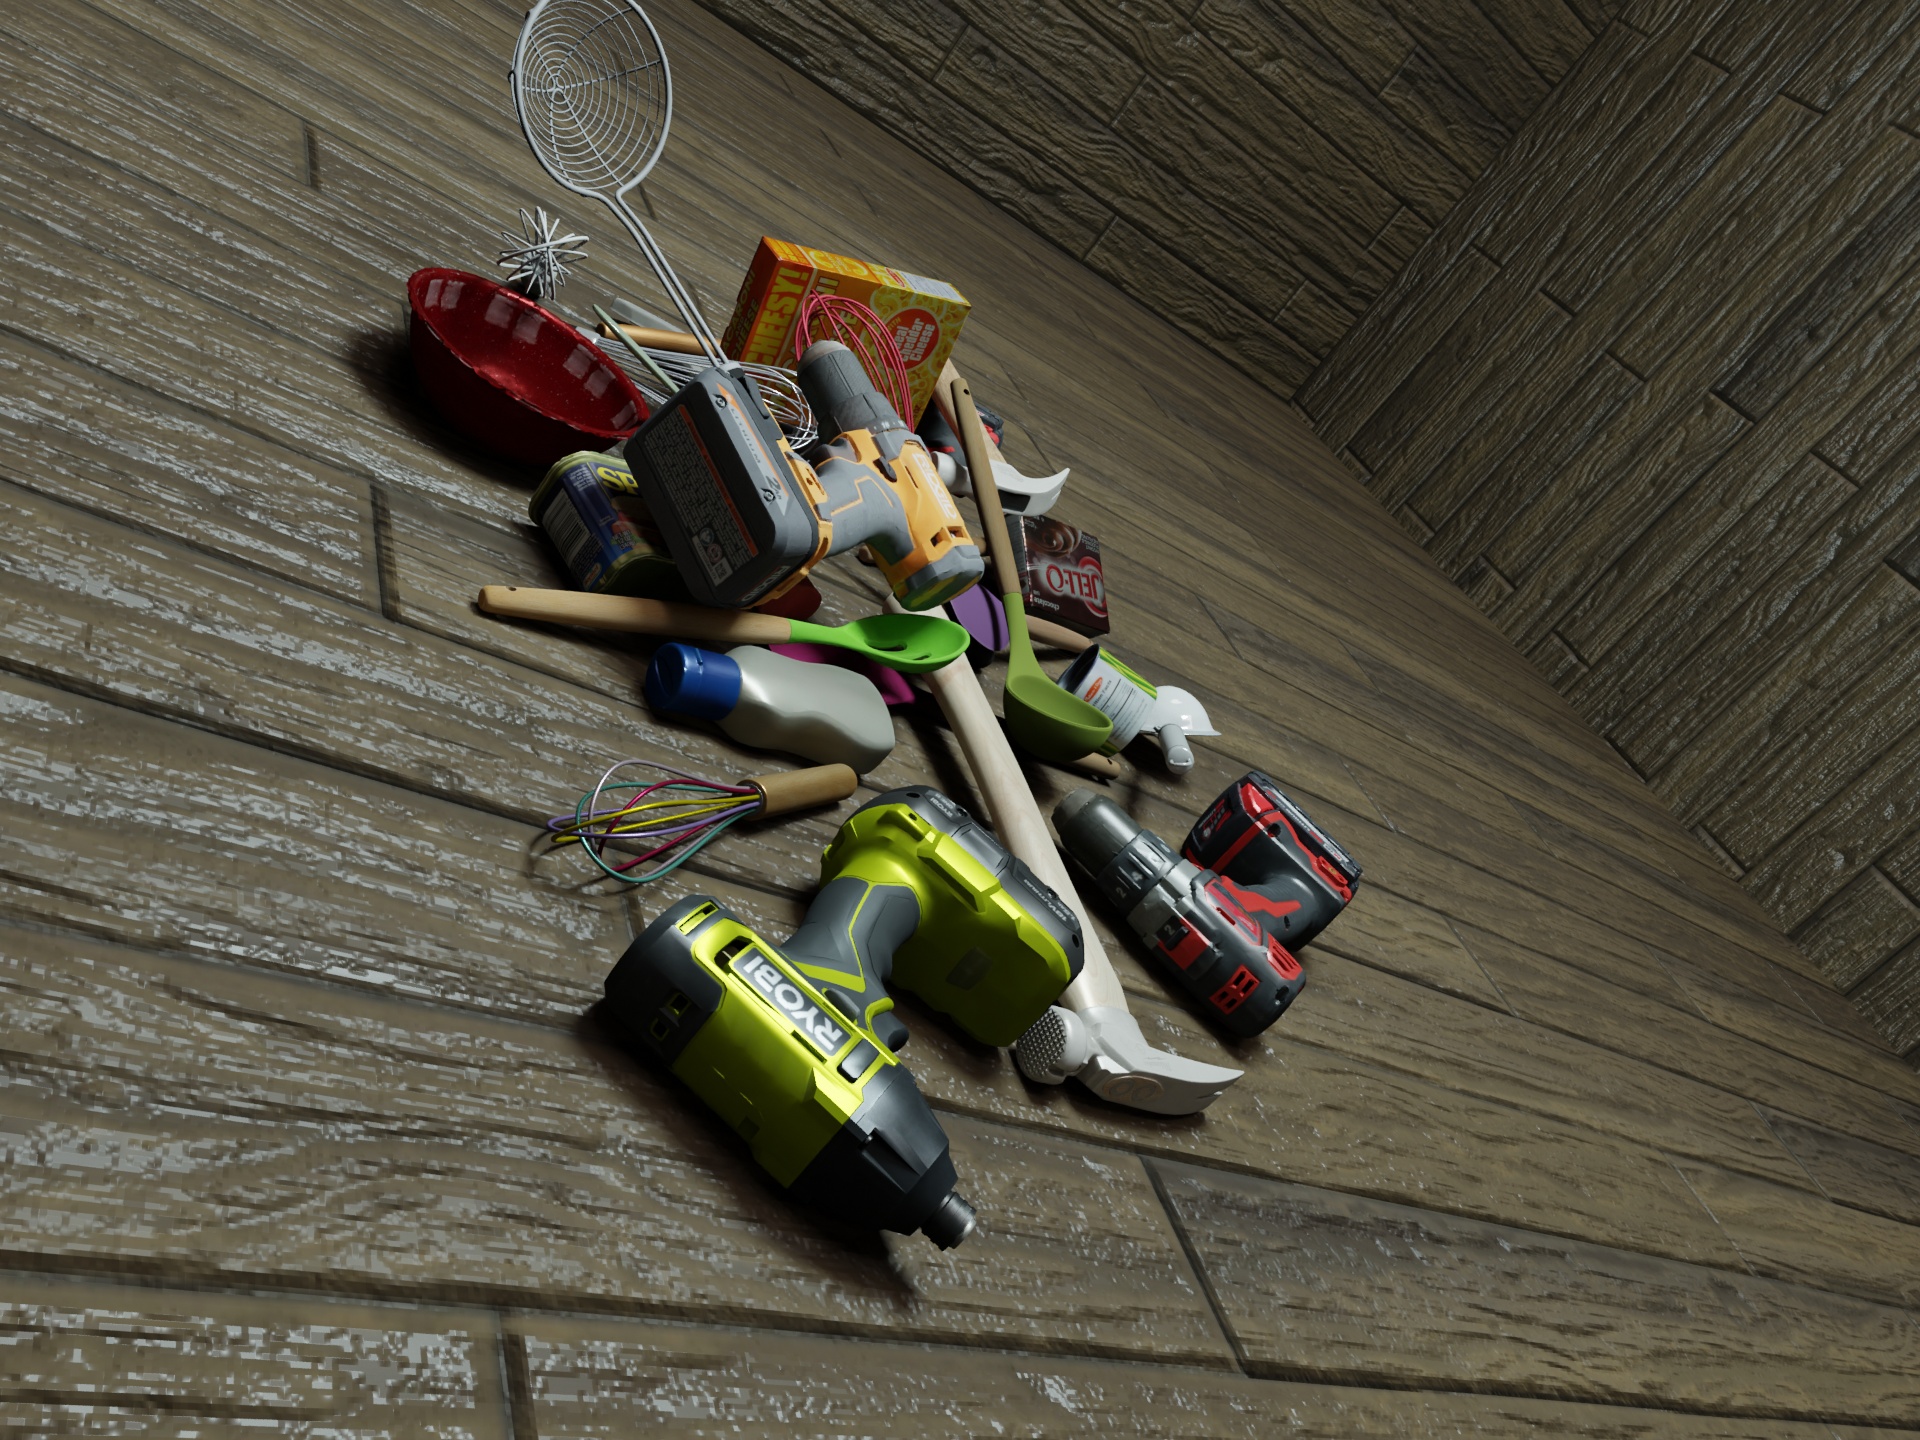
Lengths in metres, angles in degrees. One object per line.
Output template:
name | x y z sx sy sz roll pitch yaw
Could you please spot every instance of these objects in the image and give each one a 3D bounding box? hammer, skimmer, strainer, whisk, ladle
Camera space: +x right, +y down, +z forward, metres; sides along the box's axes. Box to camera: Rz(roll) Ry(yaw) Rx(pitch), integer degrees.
hammer | -0.167 -0.183 1.124 0.149 0.036 0.359 24 26 -34
skimmer | -0.166 -0.287 1.006 0.127 0.090 0.363 -29 87 -46
hammer | -0.002 -0.260 1.315 0.130 0.031 0.332 12 32 -25
strainer | 0.158 0.008 1.186 0.087 0.050 0.258 5 9 3
whisk | -0.221 -0.239 1.064 0.284 0.070 0.070 19 26 -8
whisk | -0.111 0.041 0.777 0.051 0.047 0.245 45 19 16
ladle | 0.038 -0.115 1.118 0.078 0.062 0.320 9 58 -40
hammer | 0.038 0.056 0.960 0.146 0.038 0.411 22 31 -37
whisk | -0.285 -0.309 1.079 0.246 0.059 0.057 -145 -143 -71
whisk | -0.040 -0.168 1.131 0.073 0.073 0.295 -72 140 -67

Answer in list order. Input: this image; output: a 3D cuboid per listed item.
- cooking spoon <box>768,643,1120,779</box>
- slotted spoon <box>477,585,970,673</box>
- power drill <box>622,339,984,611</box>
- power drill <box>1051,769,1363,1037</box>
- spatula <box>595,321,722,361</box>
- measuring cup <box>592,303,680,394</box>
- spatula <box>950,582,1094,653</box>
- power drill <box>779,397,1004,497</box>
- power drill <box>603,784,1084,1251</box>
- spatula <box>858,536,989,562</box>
cooking spoon | -0.002 -0.003 1.066 0.318 0.017 0.069 20 33 -39
slotted spoon | -0.123 -0.054 0.905 0.313 0.031 0.070 4 23 -40
power drill | -0.091 -0.152 0.939 0.226 0.084 0.185 -9 69 -58
power drill | 0.166 0.101 1.061 0.188 0.080 0.226 44 25 12
spatula | -0.153 -0.290 1.233 0.081 0.041 0.322 13 11 36
measuring cup | -0.178 -0.181 0.980 0.167 0.038 0.083 48 7 -21
spatula | 0.051 -0.070 1.214 0.060 0.018 0.315 68 19 11
power drill | -0.055 -0.225 1.322 0.143 0.078 0.220 29 26 6
power drill | -0.033 0.124 0.704 0.171 0.080 0.223 41 26 6
spatula | 0.007 -0.135 1.329 0.082 0.044 0.317 48 28 18
